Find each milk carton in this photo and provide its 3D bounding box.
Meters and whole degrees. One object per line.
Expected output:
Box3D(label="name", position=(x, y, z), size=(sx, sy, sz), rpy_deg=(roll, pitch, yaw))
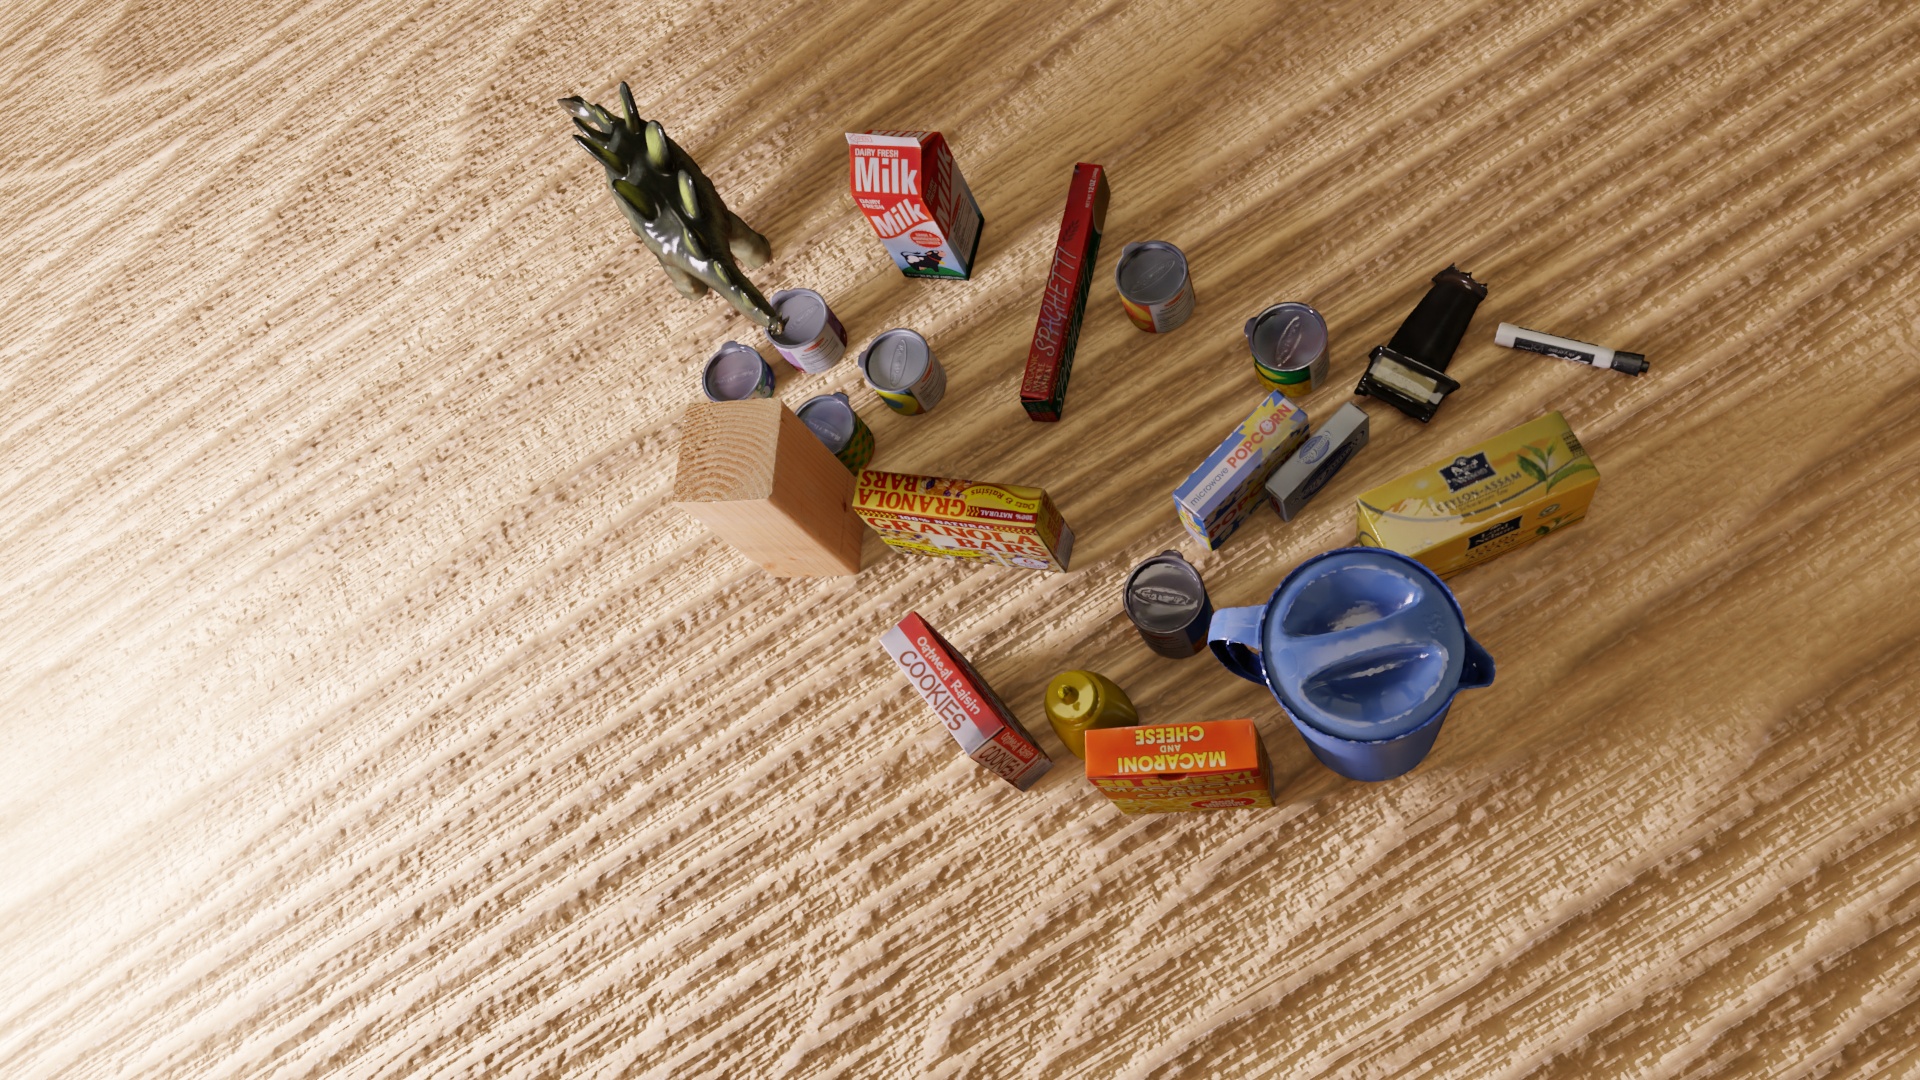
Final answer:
Box3D(label="milk carton", position=(-0.043, -0.321, 1.295), size=(0.072, 0.190, 0.073), rpy_deg=(8, 74, 20))

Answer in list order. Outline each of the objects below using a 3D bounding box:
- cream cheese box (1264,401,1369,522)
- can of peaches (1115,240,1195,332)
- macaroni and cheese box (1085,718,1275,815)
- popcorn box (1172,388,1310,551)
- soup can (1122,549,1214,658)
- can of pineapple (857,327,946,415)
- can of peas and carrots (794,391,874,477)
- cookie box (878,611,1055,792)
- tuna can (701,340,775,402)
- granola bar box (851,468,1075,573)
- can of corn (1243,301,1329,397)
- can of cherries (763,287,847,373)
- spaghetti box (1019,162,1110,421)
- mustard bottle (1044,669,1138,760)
Box3D(label="cream cheese box", position=(0.301, -0.066, 1.171), size=(0.104, 0.053, 0.024), rpy_deg=(-45, 65, -3))
Box3D(label="can of peaches", position=(0.177, -0.232, 1.268), size=(0.071, 0.058, 0.071), rpy_deg=(-6, 69, 15))
Box3D(label="macaroni and cheese box", position=(0.171, 0.176, 1.057), size=(0.124, 0.166, 0.040), rpy_deg=(-6, 69, 15))
Box3D(label="popcorn box", position=(0.238, -0.057, 1.169), size=(0.127, 0.085, 0.038), rpy_deg=(-45, 65, -3))
Box3D(label="soup can", position=(0.174, 0.054, 1.148), size=(0.071, 0.083, 0.071), rpy_deg=(-6, 69, 15))
Box3D(label="can of pineapple", position=(-0.054, -0.159, 1.311), size=(0.071, 0.057, 0.071), rpy_deg=(-6, 69, 15))
Box3D(label="can of peas and carrots", position=(-0.119, -0.098, 1.307), size=(0.071, 0.058, 0.071), rpy_deg=(-6, 69, 15))
Box3D(label="cookie box", position=(0.008, 0.132, 1.123), size=(0.040, 0.167, 0.123), rpy_deg=(-41, 64, 0))
Box3D(label="tuna can", position=(-0.220, -0.160, 1.375), size=(0.071, 0.032, 0.071), rpy_deg=(-6, 69, 15))
Box3D(label="granola bar box", position=(0.004, -0.015, 1.203), size=(0.165, 0.124, 0.039), rpy_deg=(7, 73, 19))
Box3D(label="can of corn", position=(0.285, -0.166, 1.210), size=(0.071, 0.058, 0.071), rpy_deg=(-6, 69, 15))
Box3D(label="can of cherries", position=(-0.152, -0.206, 1.358), size=(0.071, 0.058, 0.072), rpy_deg=(-6, 69, 15))
Box3D(label="spaghetti box", position=(0.099, -0.232, 1.296), size=(0.029, 0.050, 0.250), rpy_deg=(8, 73, 20))
Box3D(label="mustard bottle", position=(0.098, 0.133, 1.099), size=(0.065, 0.160, 0.049), rpy_deg=(-37, 65, 2))
